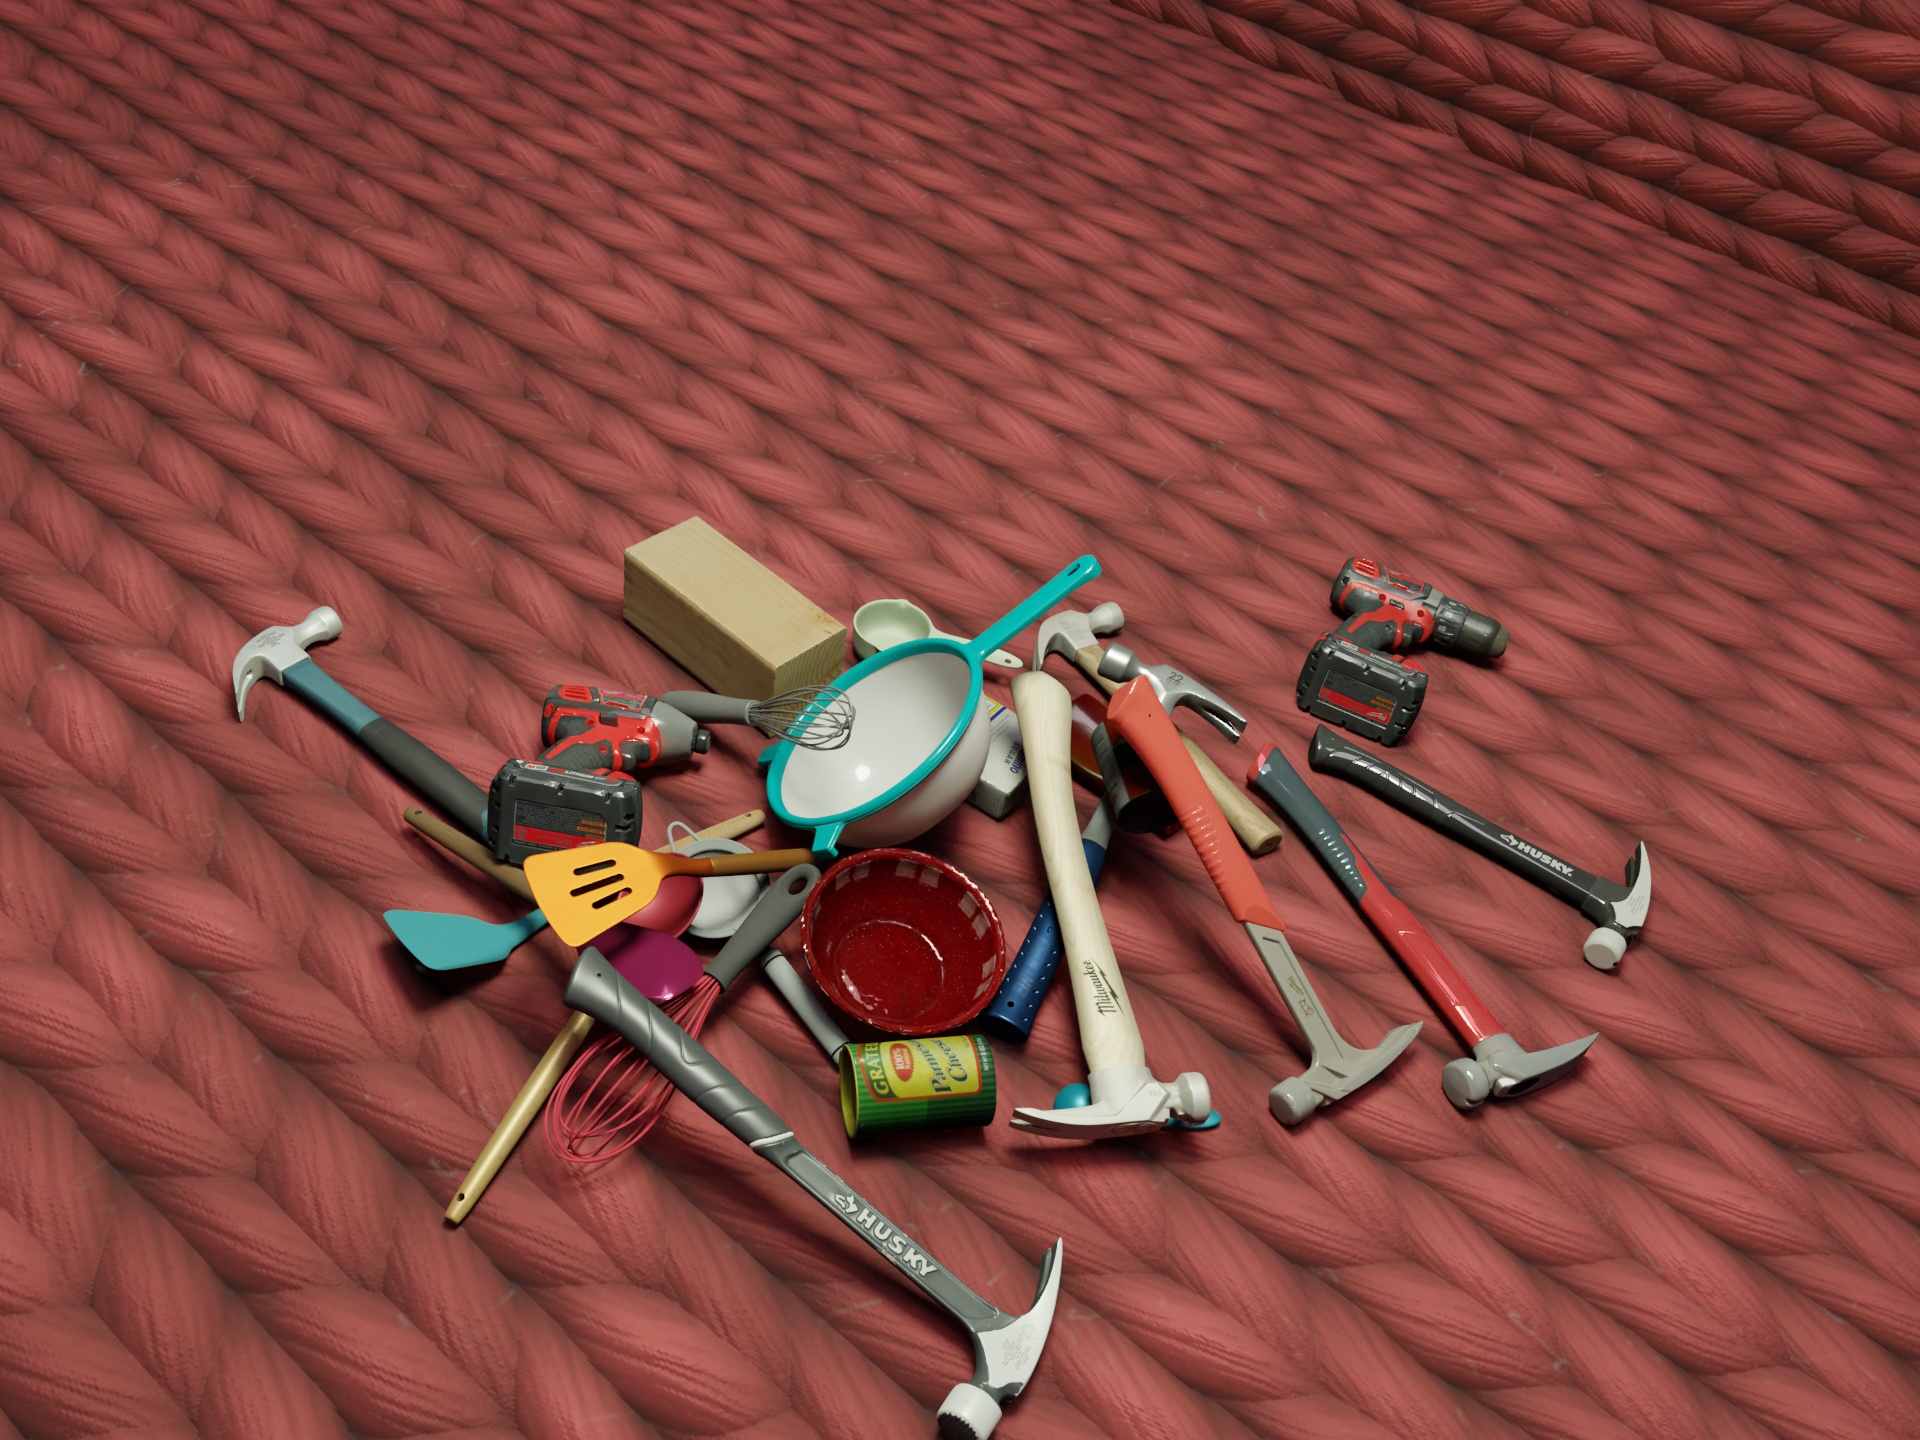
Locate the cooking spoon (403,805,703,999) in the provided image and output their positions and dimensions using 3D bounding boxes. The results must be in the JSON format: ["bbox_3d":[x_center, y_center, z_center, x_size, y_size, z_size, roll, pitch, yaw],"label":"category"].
[{"bbox_3d":[-0.318,0.131,1.201,0.319,0.017,0.069,24,38,30],"label":"cooking spoon"}]

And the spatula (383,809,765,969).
[{"bbox_3d":[-0.288,0.125,1.257,0.317,0.044,0.082,-24,40,-34],"label":"spatula"}]

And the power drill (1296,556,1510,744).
[{"bbox_3d":[0.450,-0.072,1.614,0.188,0.080,0.227,24,41,13],"label":"power drill"}]

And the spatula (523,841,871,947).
[{"bbox_3d":[-0.182,0.116,1.217,0.322,0.041,0.081,1,46,-53],"label":"spatula"}]

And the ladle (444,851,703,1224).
[{"bbox_3d":[-0.275,0.222,1.145,0.069,0.031,0.316,12,49,20],"label":"ladle"}]

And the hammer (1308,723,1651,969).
[{"bbox_3d":[0.472,0.094,1.467,0.335,0.035,0.146,31,46,20],"label":"hammer"}]

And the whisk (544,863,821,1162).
[{"bbox_3d":[-0.192,0.205,1.157,0.073,0.073,0.296,28,51,17],"label":"whisk"}]

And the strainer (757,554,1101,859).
[{"bbox_3d":[-0.002,-0.004,1.338,0.340,0.095,0.211,-38,31,-3],"label":"strainer"}]

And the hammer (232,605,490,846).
[{"bbox_3d":[-0.486,0.013,1.342,0.331,0.033,0.128,32,45,21],"label":"hammer"}]

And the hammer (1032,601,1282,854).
[{"bbox_3d":[0.183,0.006,1.500,0.130,0.031,0.332,-18,50,-29],"label":"hammer"}]

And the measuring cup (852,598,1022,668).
[{"bbox_3d":[-0.024,-0.066,1.529,0.167,0.038,0.083,17,42,3],"label":"measuring cup"}]

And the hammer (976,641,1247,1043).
[{"bbox_3d":[0.120,0.100,1.336,0.144,0.035,0.406,25,53,7],"label":"hammer"}]

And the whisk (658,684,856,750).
[{"bbox_3d":[-0.179,-0.009,1.361,0.239,0.055,0.055,5,32,39],"label":"whisk"}]

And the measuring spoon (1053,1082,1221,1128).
[{"bbox_3d":[0.134,0.289,1.188,0.128,0.021,0.042,5,43,-6],"label":"measuring spoon"}]

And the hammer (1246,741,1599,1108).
[{"bbox_3d":[0.377,0.157,1.375,0.143,0.038,0.387,-11,47,-24],"label":"hammer"}]

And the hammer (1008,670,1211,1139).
[{"bbox_3d":[0.079,0.131,1.260,0.146,0.038,0.411,-2,53,-11],"label":"hammer"}]

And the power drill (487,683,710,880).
[{"bbox_3d":[-0.291,0.039,1.297,0.143,0.078,0.220,10,24,-1],"label":"power drill"}]

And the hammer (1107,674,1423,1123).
[{"bbox_3d":[0.225,0.124,1.251,0.149,0.036,0.359,-25,84,-30],"label":"hammer"}]

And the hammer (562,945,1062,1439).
[{"bbox_3d":[-0.107,0.291,1.064,0.409,0.036,0.149,39,44,9],"label":"hammer"}]

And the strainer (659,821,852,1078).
[{"bbox_3d":[-0.153,0.181,1.231,0.087,0.050,0.259,-30,62,-25],"label":"strainer"}]
